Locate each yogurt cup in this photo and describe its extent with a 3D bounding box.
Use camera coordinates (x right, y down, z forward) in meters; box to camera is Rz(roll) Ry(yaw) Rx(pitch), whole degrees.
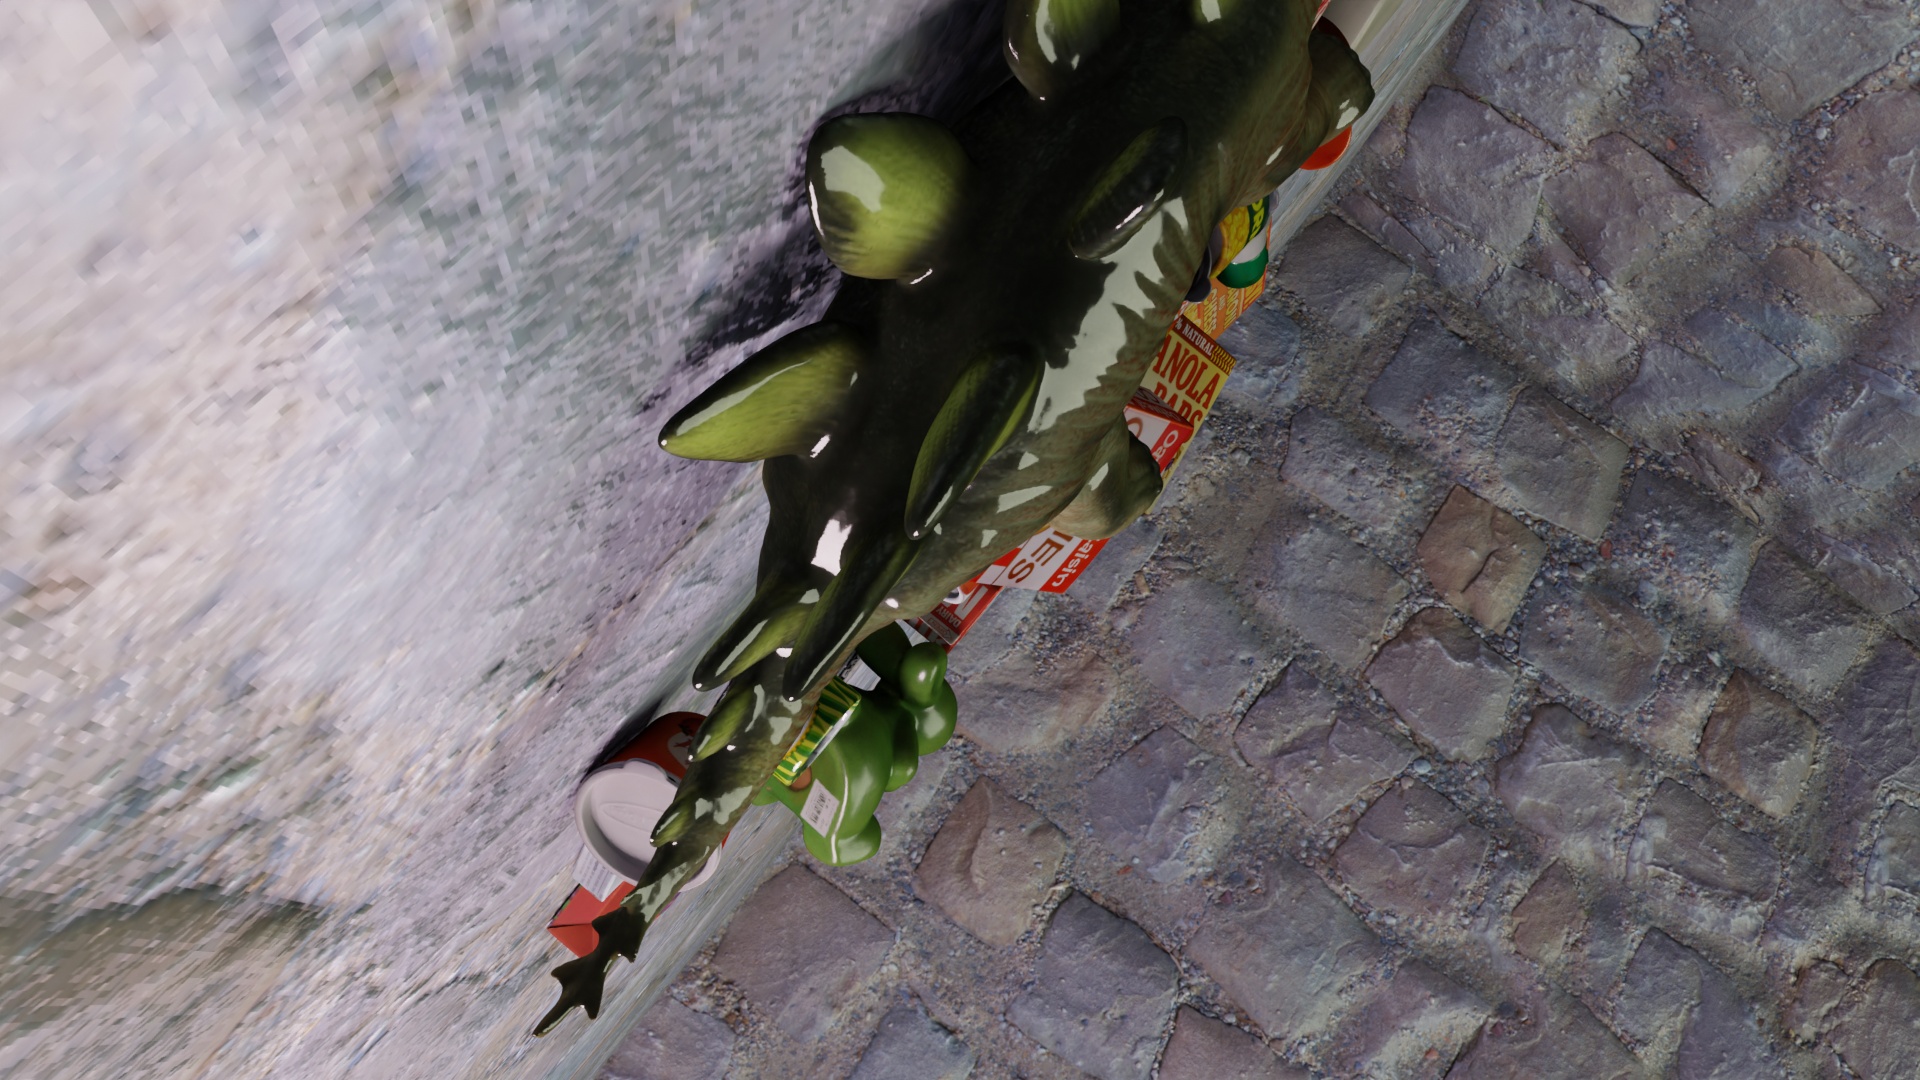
[{"bbox_3d":[-0.127,0.112,0.612,0.072,0.072,0.054,-54,-177,31],"label":"yogurt cup"}]

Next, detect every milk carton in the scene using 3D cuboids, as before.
[{"bbox_3d":[-0.002,0.024,1.074,0.073,0.072,0.191,-53,175,25],"label":"milk carton"}]

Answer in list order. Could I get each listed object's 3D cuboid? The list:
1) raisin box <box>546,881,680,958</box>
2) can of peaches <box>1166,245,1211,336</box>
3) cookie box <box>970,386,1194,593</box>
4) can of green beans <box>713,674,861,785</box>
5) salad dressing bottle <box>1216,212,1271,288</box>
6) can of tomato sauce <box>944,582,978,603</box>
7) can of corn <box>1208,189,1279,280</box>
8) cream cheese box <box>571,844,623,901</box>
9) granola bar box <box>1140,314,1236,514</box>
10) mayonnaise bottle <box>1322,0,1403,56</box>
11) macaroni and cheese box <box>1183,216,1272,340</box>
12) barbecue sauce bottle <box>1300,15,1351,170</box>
[{"bbox_3d":[-0.188,0.198,0.842,0.086,0.040,0.123,-52,174,6],"label":"raisin box"},{"bbox_3d":[0.093,-0.137,0.735,0.071,0.071,0.057,-49,176,-25],"label":"can of peaches"},{"bbox_3d":[0.033,-0.034,0.712,0.167,0.040,0.122,10,123,-53],"label":"cookie box"},{"bbox_3d":[-0.098,0.095,0.782,0.071,0.058,0.071,-51,175,-6],"label":"can of green beans"},{"bbox_3d":[0.175,-0.208,0.878,0.147,0.044,0.064,54,34,-68],"label":"salad dressing bottle"},{"bbox_3d":[0.003,-0.011,0.861,0.083,0.071,0.071,-49,175,-20],"label":"can of tomato sauce"},{"bbox_3d":[0.137,-0.185,0.790,0.058,0.071,0.070,-46,173,-40],"label":"can of corn"},{"bbox_3d":[-0.165,0.142,0.710,0.054,0.024,0.103,-45,172,-42],"label":"cream cheese box"},{"bbox_3d":[0.105,-0.093,0.893,0.165,0.039,0.124,20,101,-58],"label":"granola bar box"},{"bbox_3d":[0.223,-0.303,0.888,0.148,0.041,0.064,-50,174,-1],"label":"mayonnaise bottle"},{"bbox_3d":[0.175,-0.184,1.110,0.167,0.040,0.123,-45,160,-8],"label":"macaroni and cheese box"},{"bbox_3d":[0.183,-0.236,0.740,0.064,0.043,0.149,-50,-166,30],"label":"barbecue sauce bottle"}]
